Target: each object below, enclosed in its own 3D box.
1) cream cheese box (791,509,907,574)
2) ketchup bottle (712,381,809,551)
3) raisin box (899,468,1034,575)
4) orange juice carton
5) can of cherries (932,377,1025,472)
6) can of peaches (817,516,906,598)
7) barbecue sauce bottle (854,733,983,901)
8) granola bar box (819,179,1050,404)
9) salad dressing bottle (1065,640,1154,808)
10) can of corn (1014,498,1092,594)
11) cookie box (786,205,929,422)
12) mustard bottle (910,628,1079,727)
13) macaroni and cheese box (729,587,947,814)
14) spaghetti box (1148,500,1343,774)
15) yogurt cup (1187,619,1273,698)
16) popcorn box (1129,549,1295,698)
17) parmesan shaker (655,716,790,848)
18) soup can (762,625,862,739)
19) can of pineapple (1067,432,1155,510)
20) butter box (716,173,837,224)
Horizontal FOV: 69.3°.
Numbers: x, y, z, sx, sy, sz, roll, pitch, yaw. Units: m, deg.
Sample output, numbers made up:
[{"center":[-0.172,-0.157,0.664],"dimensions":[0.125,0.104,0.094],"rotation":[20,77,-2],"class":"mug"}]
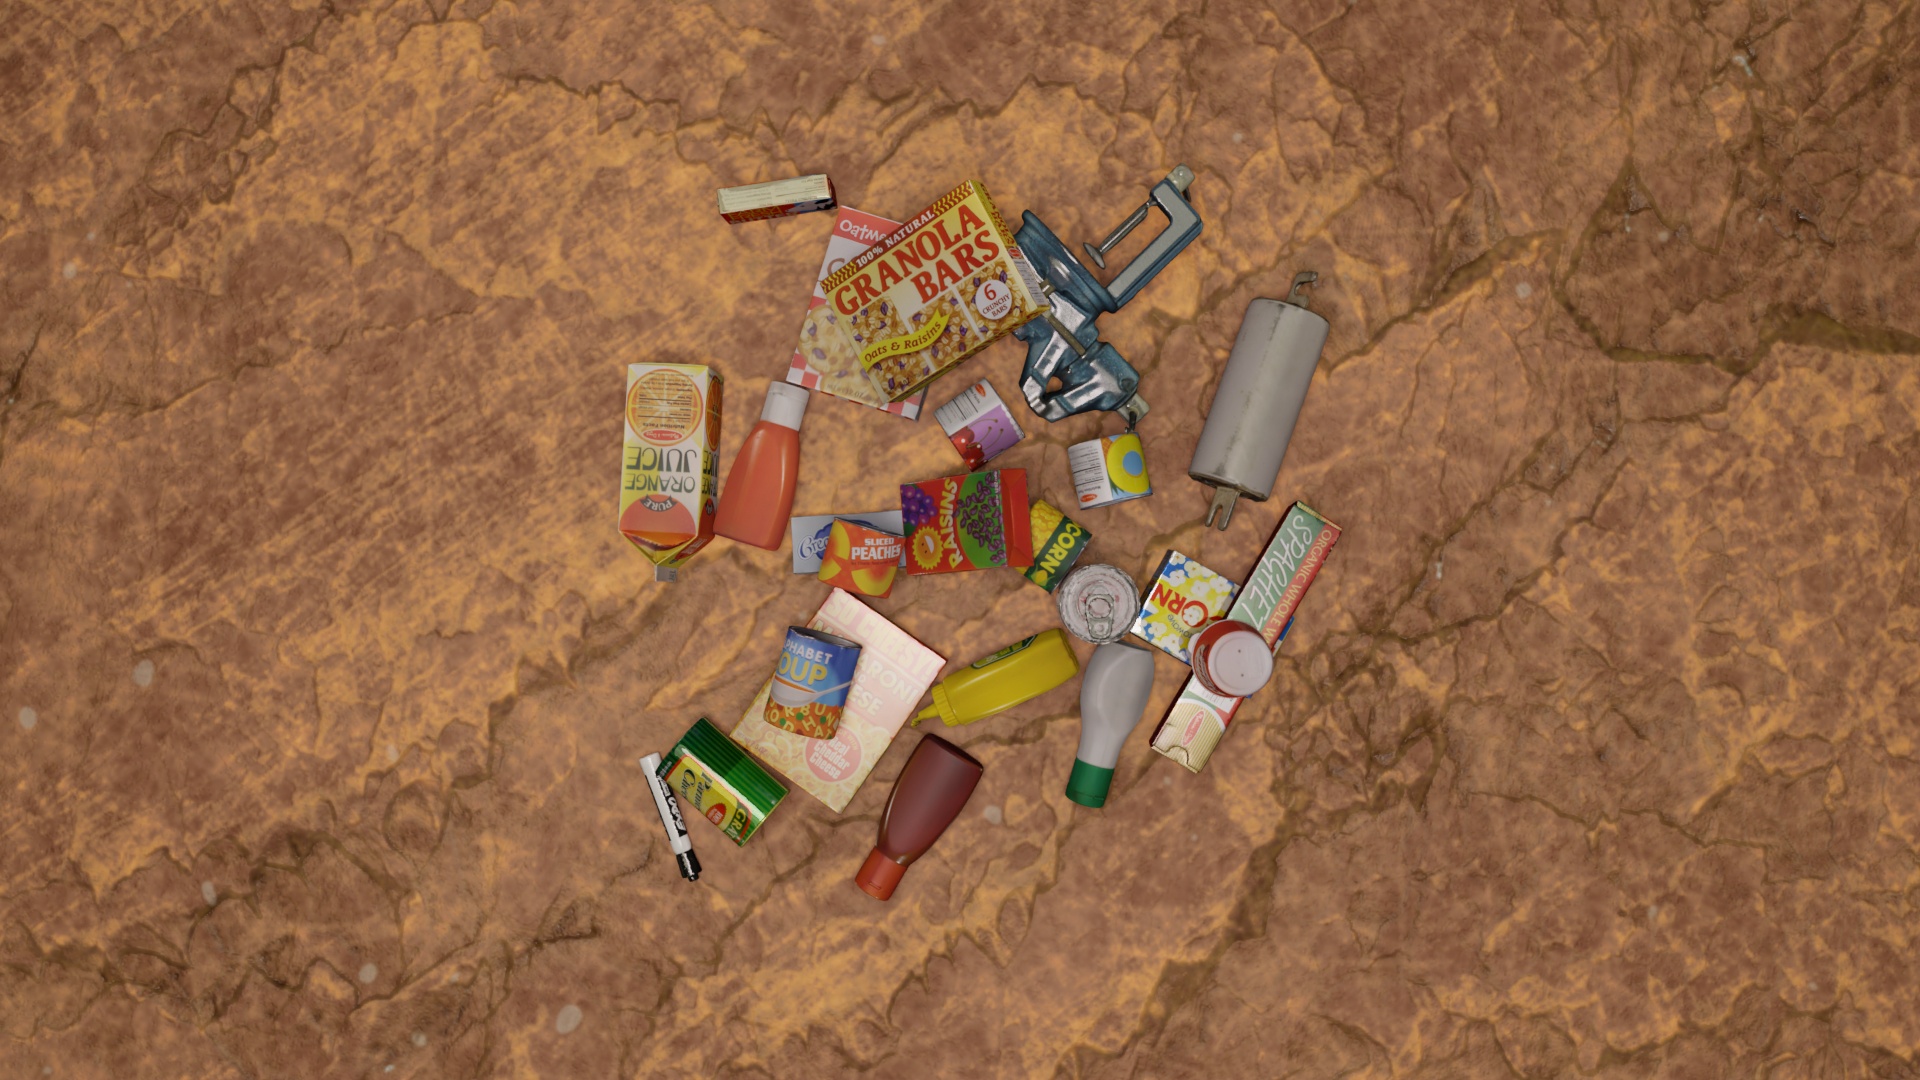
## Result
[{"center":[-0.101,0.001,1.263],"dimensions":[0.104,0.024,0.053],"rotation":[-4,87,1],"class":"cream cheese box"},{"center":[-0.174,-0.068,1.255],"dimensions":[0.065,0.043,0.149],"rotation":[15,88,22],"class":"ketchup bottle"},{"center":[0.004,-0.015,1.219],"dimensions":[0.123,0.040,0.086],"rotation":[-7,88,43],"class":"raisin box"},{"center":[-0.259,-0.058,1.245],"dimensions":[0.073,0.072,0.192],"rotation":[3,88,2],"class":"orange juice carton"},{"center":[0.018,-0.101,1.244],"dimensions":[0.058,0.071,0.071],"rotation":[-34,88,1],"class":"can of cherries"},{"center":[-0.086,0.016,1.214],"dimensions":[0.071,0.071,0.058],"rotation":[16,91,2],"class":"can of peaches"},{"center":[-0.042,0.251,1.245],"dimensions":[0.065,0.043,0.148],"rotation":[31,90,2],"class":"barbecue sauce bottle"},{"center":[-0.023,-0.210,1.188],"dimensions":[0.165,0.039,0.124],"rotation":[-29,87,25],"class":"granola bar box"},{"center":[0.130,0.163,1.241],"dimensions":[0.064,0.044,0.147],"rotation":[14,94,-32],"class":"salad dressing bottle"},{"center":[0.076,0.004,1.236],"dimensions":[0.058,0.071,0.071],"rotation":[35,90,3],"class":"can of corn"},{"center":[-0.073,-0.205,1.261],"dimensions":[0.123,0.040,0.167],"rotation":[17,90,2],"class":"cookie box"},{"center":[0.026,0.129,1.238],"dimensions":[0.160,0.065,0.049],"rotation":[-25,93,4],"class":"mustard bottle"},{"center":[-0.108,0.141,1.251],"dimensions":[0.124,0.040,0.166],"rotation":[35,90,2],"class":"macaroni and cheese box"},{"center":[0.249,0.084,1.211],"dimensions":[0.050,0.028,0.250],"rotation":[31,89,2],"class":"spaghetti box"},{"center":[0.231,0.101,1.168],"dimensions":[0.072,0.054,0.072],"rotation":[0,89,1],"class":"yogurt cup"},{"center":[0.223,0.074,1.246],"dimensions":[0.127,0.038,0.085],"rotation":[29,90,2],"class":"popcorn box"},{"center":[-0.213,0.217,1.241],"dimensions":[0.103,0.071,0.071],"rotation":[40,90,2],"class":"parmesan shaker"},{"center":[-0.129,0.122,1.196],"dimensions":[0.071,0.071,0.083],"rotation":[17,90,2],"class":"soup can"},{"center":[0.134,-0.062,1.240],"dimensions":[0.071,0.071,0.058],"rotation":[-12,88,1],"class":"can of pineapple"},{"center":[-0.166,-0.310,1.259],"dimensions":[0.103,0.053,0.024],"rotation":[-8,92,2],"class":"butter box"}]
